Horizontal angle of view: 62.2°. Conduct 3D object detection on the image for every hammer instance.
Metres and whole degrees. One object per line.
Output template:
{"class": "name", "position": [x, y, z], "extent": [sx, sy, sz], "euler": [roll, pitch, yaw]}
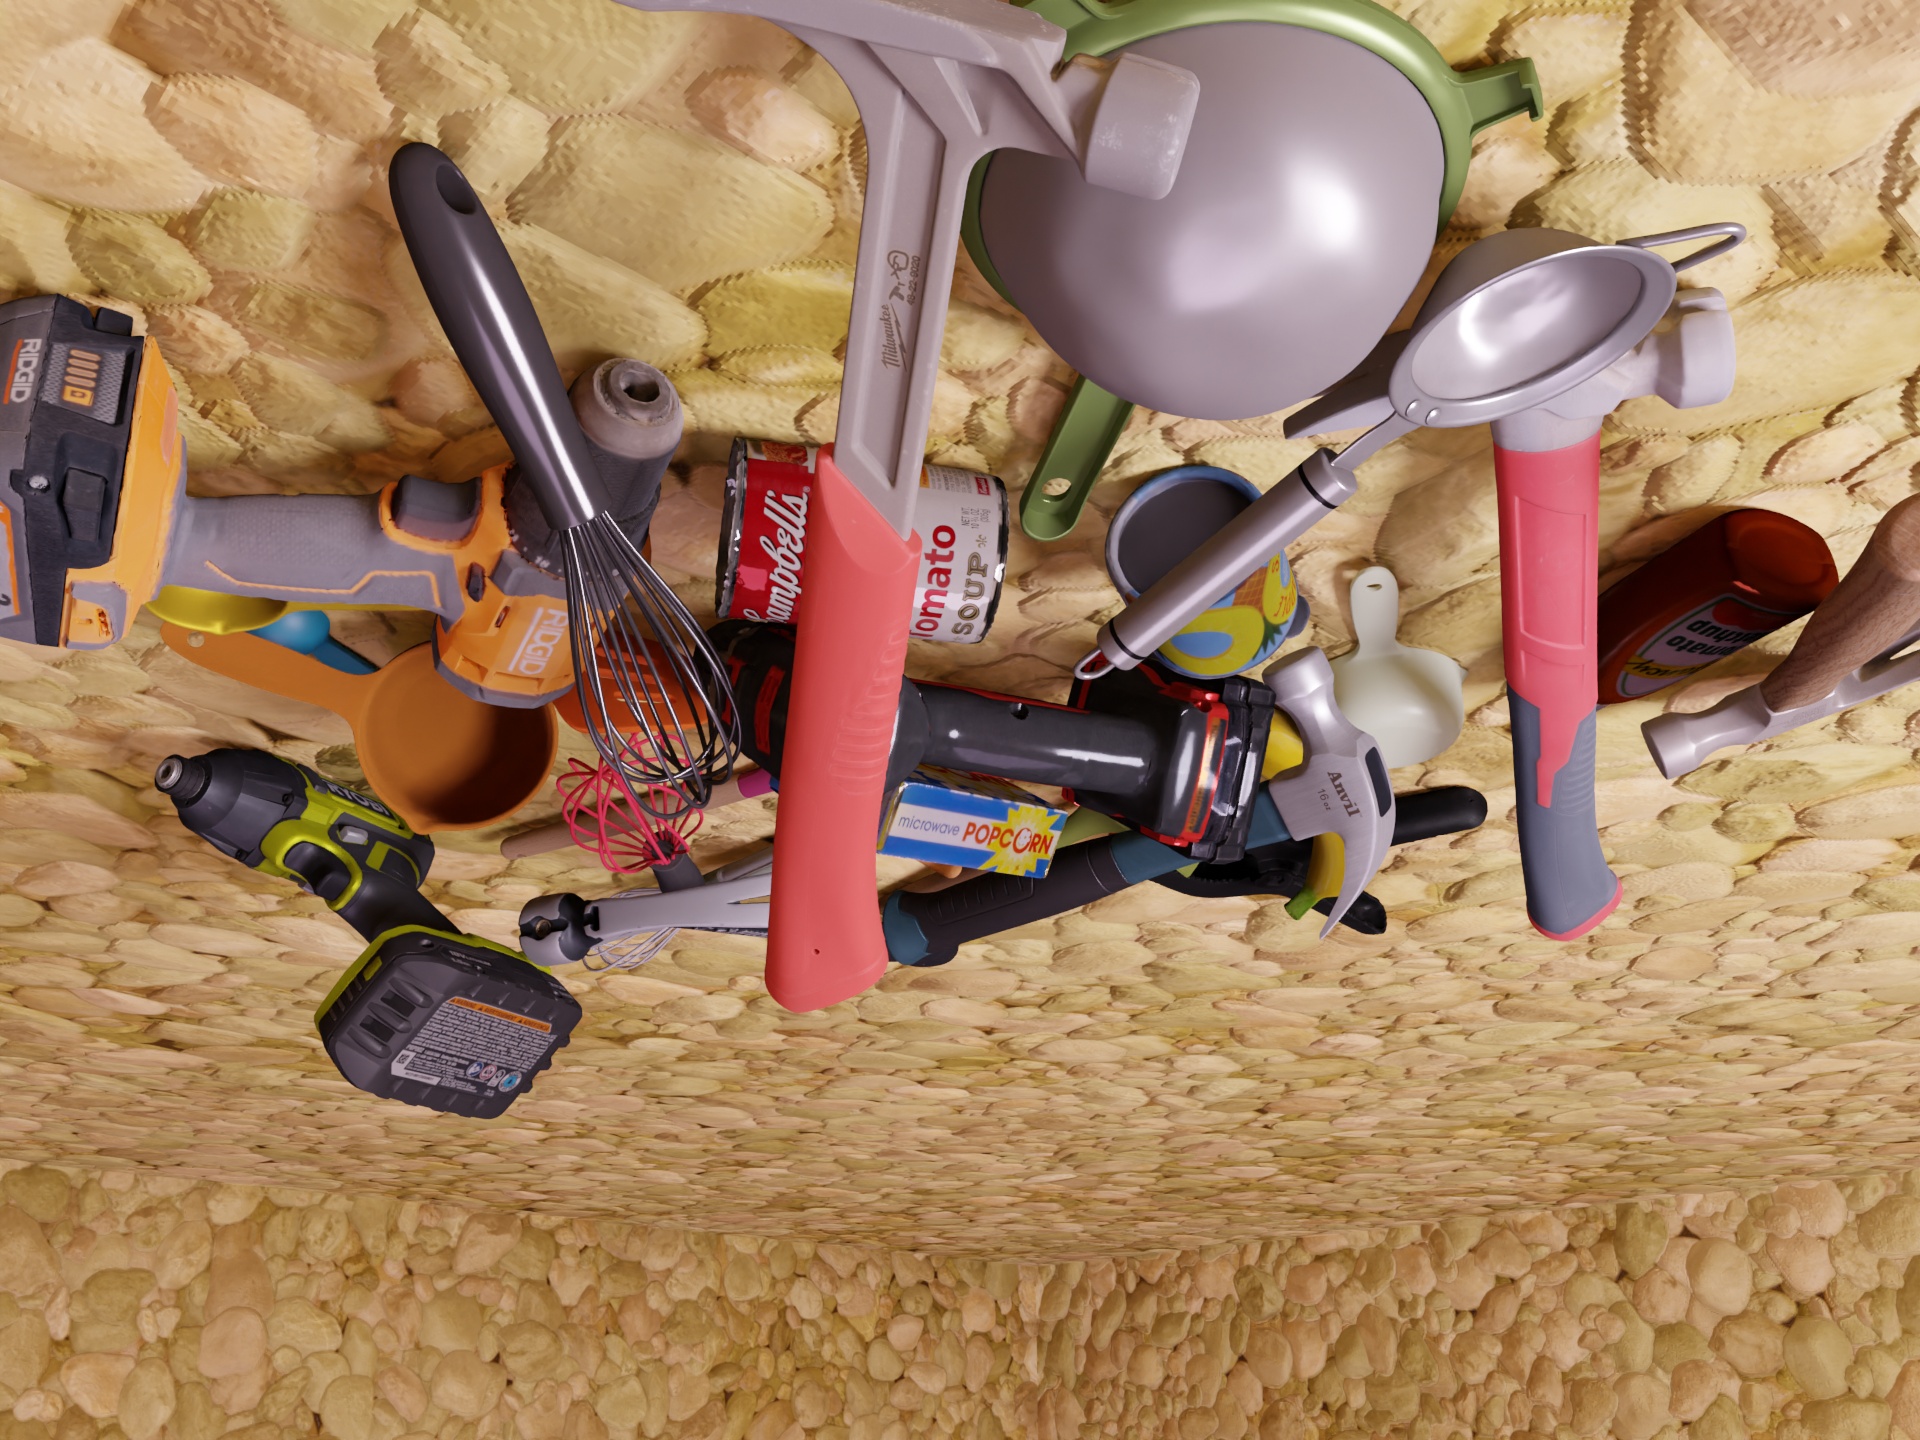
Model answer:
{"class": "hammer", "position": [0.232, -0.013, 0.667], "extent": [0.143, 0.038, 0.385], "euler": [-6, 142, 17]}
{"class": "hammer", "position": [0.075, 0.073, 0.822], "extent": [0.331, 0.128, 0.033], "euler": [-24, -174, 42]}
{"class": "hammer", "position": [-0.085, 0.128, 0.964], "extent": [0.149, 0.036, 0.408], "euler": [-10, 167, 19]}
{"class": "hammer", "position": [-0.041, -0.040, 0.495], "extent": [0.149, 0.037, 0.358], "euler": [16, 130, 5]}
{"class": "hammer", "position": [0.344, -0.032, 0.616], "extent": [0.130, 0.031, 0.331], "euler": [-24, 164, 14]}

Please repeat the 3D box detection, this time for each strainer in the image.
{"class": "strainer", "position": [0.124, -0.086, 0.516], "extent": [0.086, 0.050, 0.258], "euler": [9, 142, -44]}
{"class": "strainer", "position": [0.061, -0.110, 0.507], "extent": [0.151, 0.069, 0.256], "euler": [6, 153, -12]}

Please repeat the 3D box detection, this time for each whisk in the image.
{"class": "whisk", "position": [-0.127, -0.067, 0.517], "extent": [0.055, 0.055, 0.238], "euler": [-9, 121, 18]}
{"class": "whisk", "position": [-0.169, 0.113, 1.028], "extent": [0.246, 0.058, 0.059], "euler": [-25, 125, 35]}
{"class": "whisk", "position": [-0.164, 0.065, 0.862], "extent": [0.073, 0.073, 0.295], "euler": [1, 162, -2]}

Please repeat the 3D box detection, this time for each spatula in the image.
{"class": "spatula", "position": [-0.090, 0.028, 0.810], "extent": [0.041, 0.081, 0.322], "euler": [-39, 142, 9]}

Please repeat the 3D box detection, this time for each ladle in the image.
{"class": "ladle", "position": [0.030, 0.089, 0.961], "extent": [0.078, 0.062, 0.320], "euler": [42, 144, -16]}

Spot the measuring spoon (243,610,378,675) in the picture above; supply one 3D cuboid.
{"class": "measuring spoon", "position": [-0.298, -0.021, 0.761], "extent": [0.042, 0.021, 0.128], "euler": [-7, 152, 16]}

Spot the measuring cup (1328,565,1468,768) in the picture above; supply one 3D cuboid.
{"class": "measuring cup", "position": [0.195, -0.020, 0.738], "extent": [0.083, 0.038, 0.167], "euler": [-6, 157, 14]}

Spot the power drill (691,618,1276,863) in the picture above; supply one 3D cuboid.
{"class": "power drill", "position": [-0.001, -0.002, 0.690], "extent": [0.226, 0.080, 0.188], "euler": [7, -173, -25]}

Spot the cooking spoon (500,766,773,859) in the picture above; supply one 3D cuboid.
{"class": "cooking spoon", "position": [-0.142, 0.043, 0.903], "extent": [0.319, 0.017, 0.068], "euler": [-15, 151, 28]}

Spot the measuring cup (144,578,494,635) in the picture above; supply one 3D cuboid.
{"class": "measuring cup", "position": [-0.262, -0.064, 0.678], "extent": [0.156, 0.029, 0.062], "euler": [-3, 155, -23]}

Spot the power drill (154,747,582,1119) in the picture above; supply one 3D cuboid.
{"class": "power drill", "position": [-0.313, 0.100, 0.831], "extent": [0.223, 0.080, 0.171], "euler": [38, 178, 32]}

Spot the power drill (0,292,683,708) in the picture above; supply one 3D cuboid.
{"class": "power drill", "position": [-0.221, -0.080, 0.569], "extent": [0.226, 0.084, 0.185], "euler": [9, 148, -28]}

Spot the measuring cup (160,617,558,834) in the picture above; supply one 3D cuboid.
{"class": "measuring cup", "position": [-0.270, -0.011, 0.724], "extent": [0.173, 0.095, 0.052], "euler": [22, 179, -17]}
